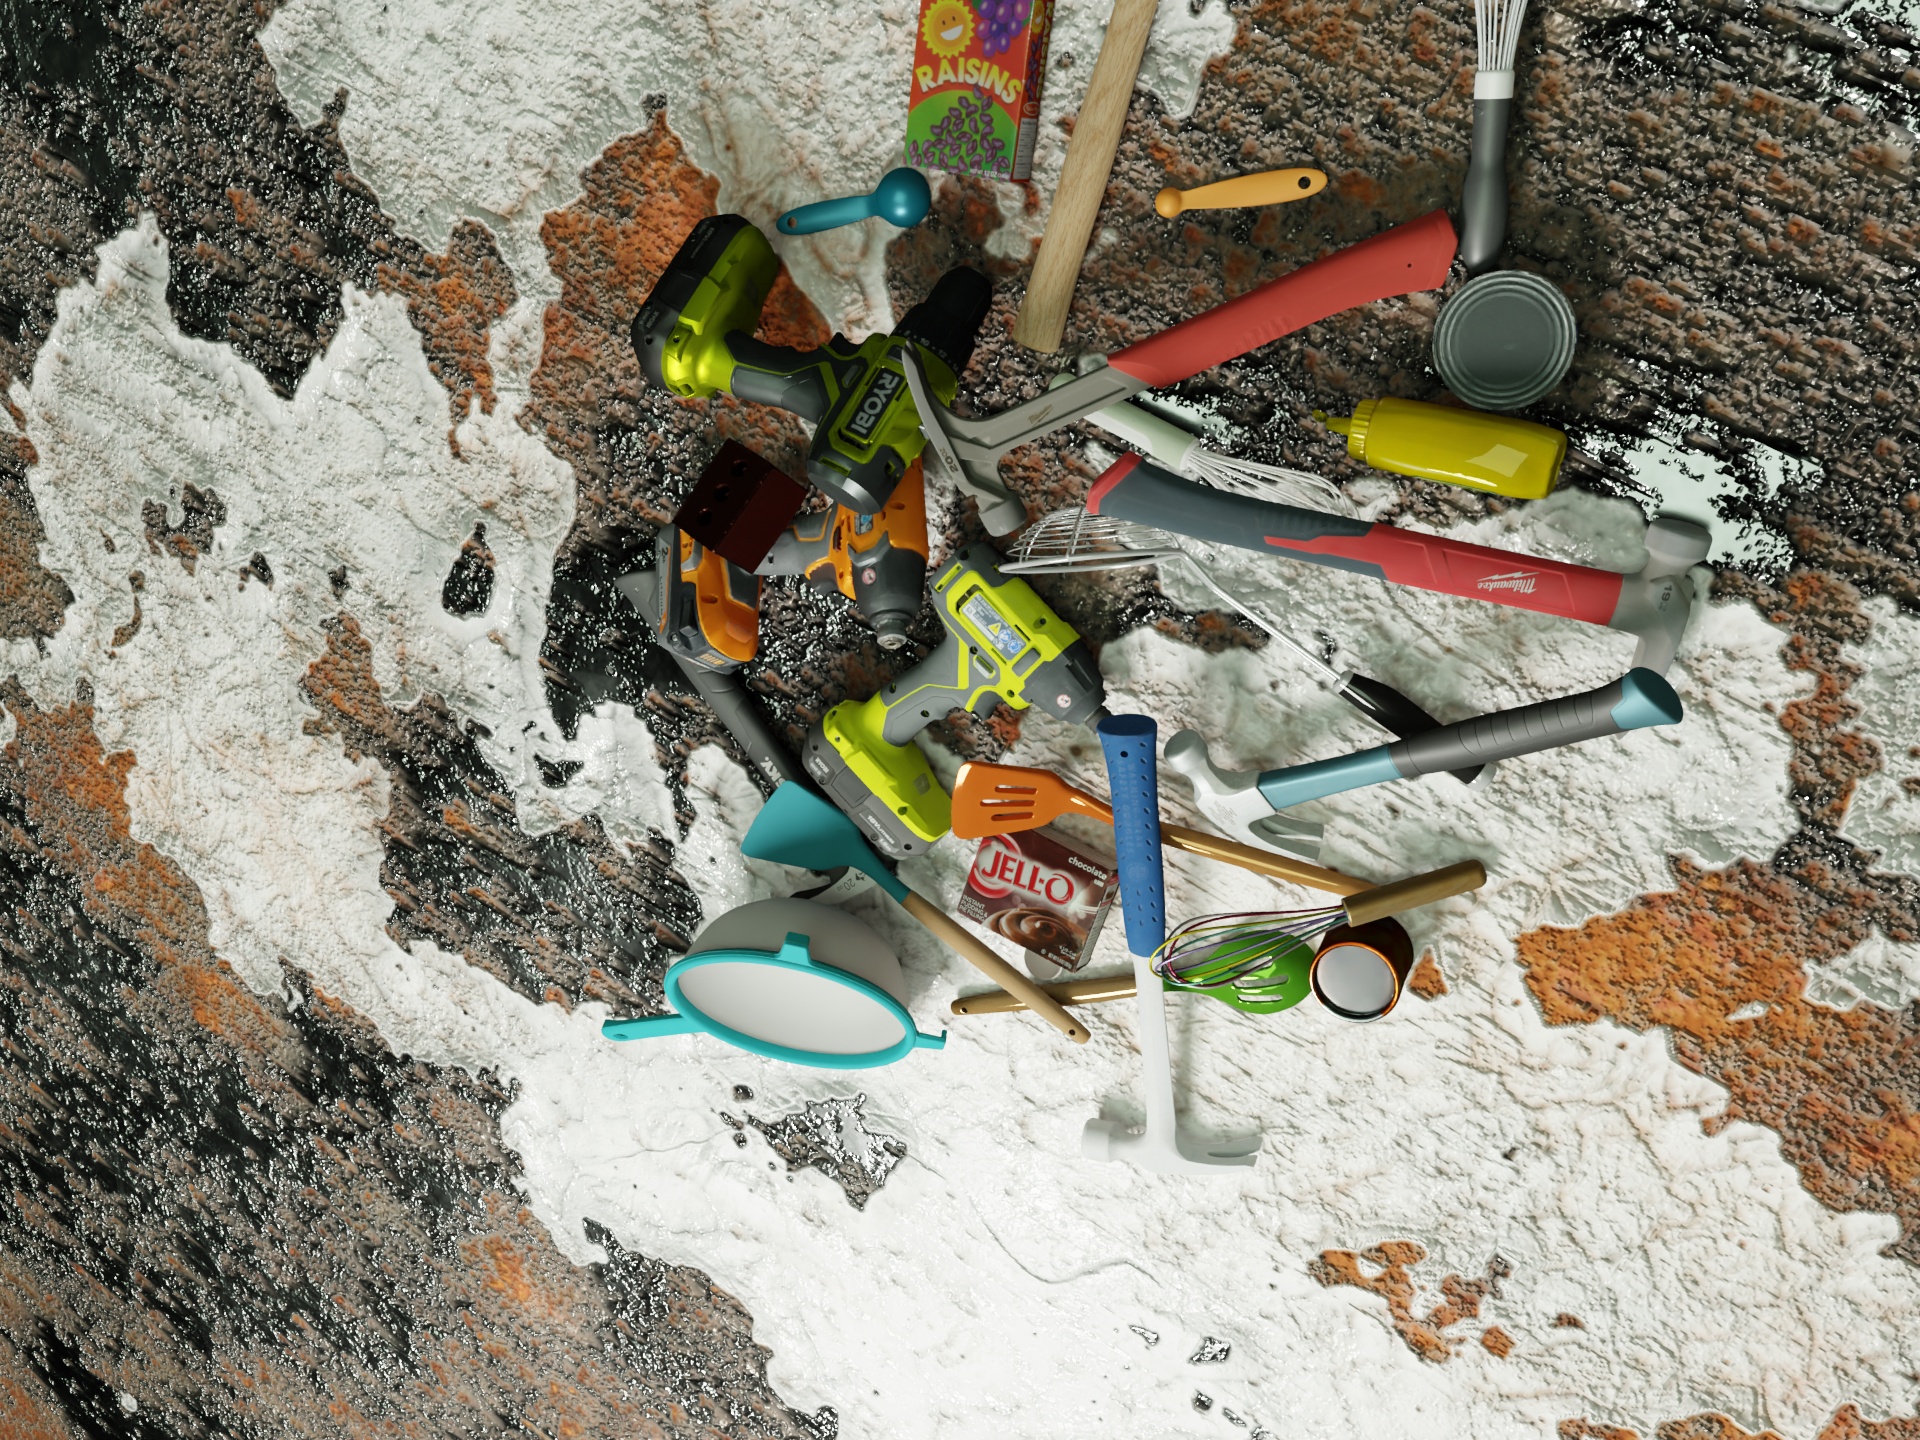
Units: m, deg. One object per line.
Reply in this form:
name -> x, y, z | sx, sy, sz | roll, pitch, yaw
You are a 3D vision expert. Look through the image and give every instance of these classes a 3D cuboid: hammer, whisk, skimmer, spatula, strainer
hammer -> -0.180, 0.009, 1.329 | 0.146, 0.035, 0.335 | -37, 89, 29
whisk -> 0.251, 0.141, 1.122 | 0.245, 0.051, 0.047 | -17, 104, 3
skimmer -> 0.199, -0.039, 1.107 | 0.363, 0.127, 0.090 | 35, 94, 2
whisk -> 0.165, -0.180, 1.103 | 0.246, 0.057, 0.059 | 31, 74, 17
spatula -> -0.028, 0.163, 1.271 | 0.317, 0.044, 0.082 | 37, 114, 4
hammer -> 0.304, 0.023, 1.060 | 0.331, 0.033, 0.128 | -17, 126, 39
hammer -> 0.271, -0.096, 1.040 | 0.386, 0.038, 0.143 | 13, 113, 6
hammer -> 0.094, -0.411, 1.066 | 0.130, 0.031, 0.331 | 25, 116, 15
hammer -> 0.145, -0.253, 1.047 | 0.359, 0.037, 0.149 | -22, 115, 17
hammer -> 0.146, 0.182, 1.192 | 0.144, 0.035, 0.405 | 4, 119, 22
whisk -> 0.321, -0.415, 0.951 | 0.070, 0.070, 0.284 | 8, 115, 22
strainer -> -0.181, 0.218, 1.356 | 0.340, 0.095, 0.210 | -15, 138, 37
spatula -> 0.152, 0.091, 1.180 | 0.322, 0.041, 0.081 | 16, 131, 11

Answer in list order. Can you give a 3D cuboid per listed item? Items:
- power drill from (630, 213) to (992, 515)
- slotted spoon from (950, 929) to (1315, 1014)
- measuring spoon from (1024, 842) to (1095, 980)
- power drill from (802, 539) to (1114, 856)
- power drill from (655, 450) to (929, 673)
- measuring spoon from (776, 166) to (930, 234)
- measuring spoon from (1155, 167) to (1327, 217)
power drill -> -0.104, -0.276, 1.152 | 0.228, 0.080, 0.190 | 29, 83, 18
slotted spoon -> 0.128, 0.214, 1.260 | 0.314, 0.031, 0.070 | -12, 105, 29
measuring spoon -> 0.085, 0.151, 1.269 | 0.034, 0.018, 0.124 | 27, 109, 20
power drill -> -0.002, -0.004, 1.221 | 0.171, 0.080, 0.223 | 47, 116, 4
power drill -> -0.123, -0.110, 1.206 | 0.226, 0.084, 0.164 | -17, 66, 28
measuring spoon -> -0.083, -0.374, 1.165 | 0.128, 0.021, 0.042 | -4, 105, 25
measuring spoon -> 0.185, -0.351, 1.056 | 0.117, 0.011, 0.021 | 0, 107, 25
